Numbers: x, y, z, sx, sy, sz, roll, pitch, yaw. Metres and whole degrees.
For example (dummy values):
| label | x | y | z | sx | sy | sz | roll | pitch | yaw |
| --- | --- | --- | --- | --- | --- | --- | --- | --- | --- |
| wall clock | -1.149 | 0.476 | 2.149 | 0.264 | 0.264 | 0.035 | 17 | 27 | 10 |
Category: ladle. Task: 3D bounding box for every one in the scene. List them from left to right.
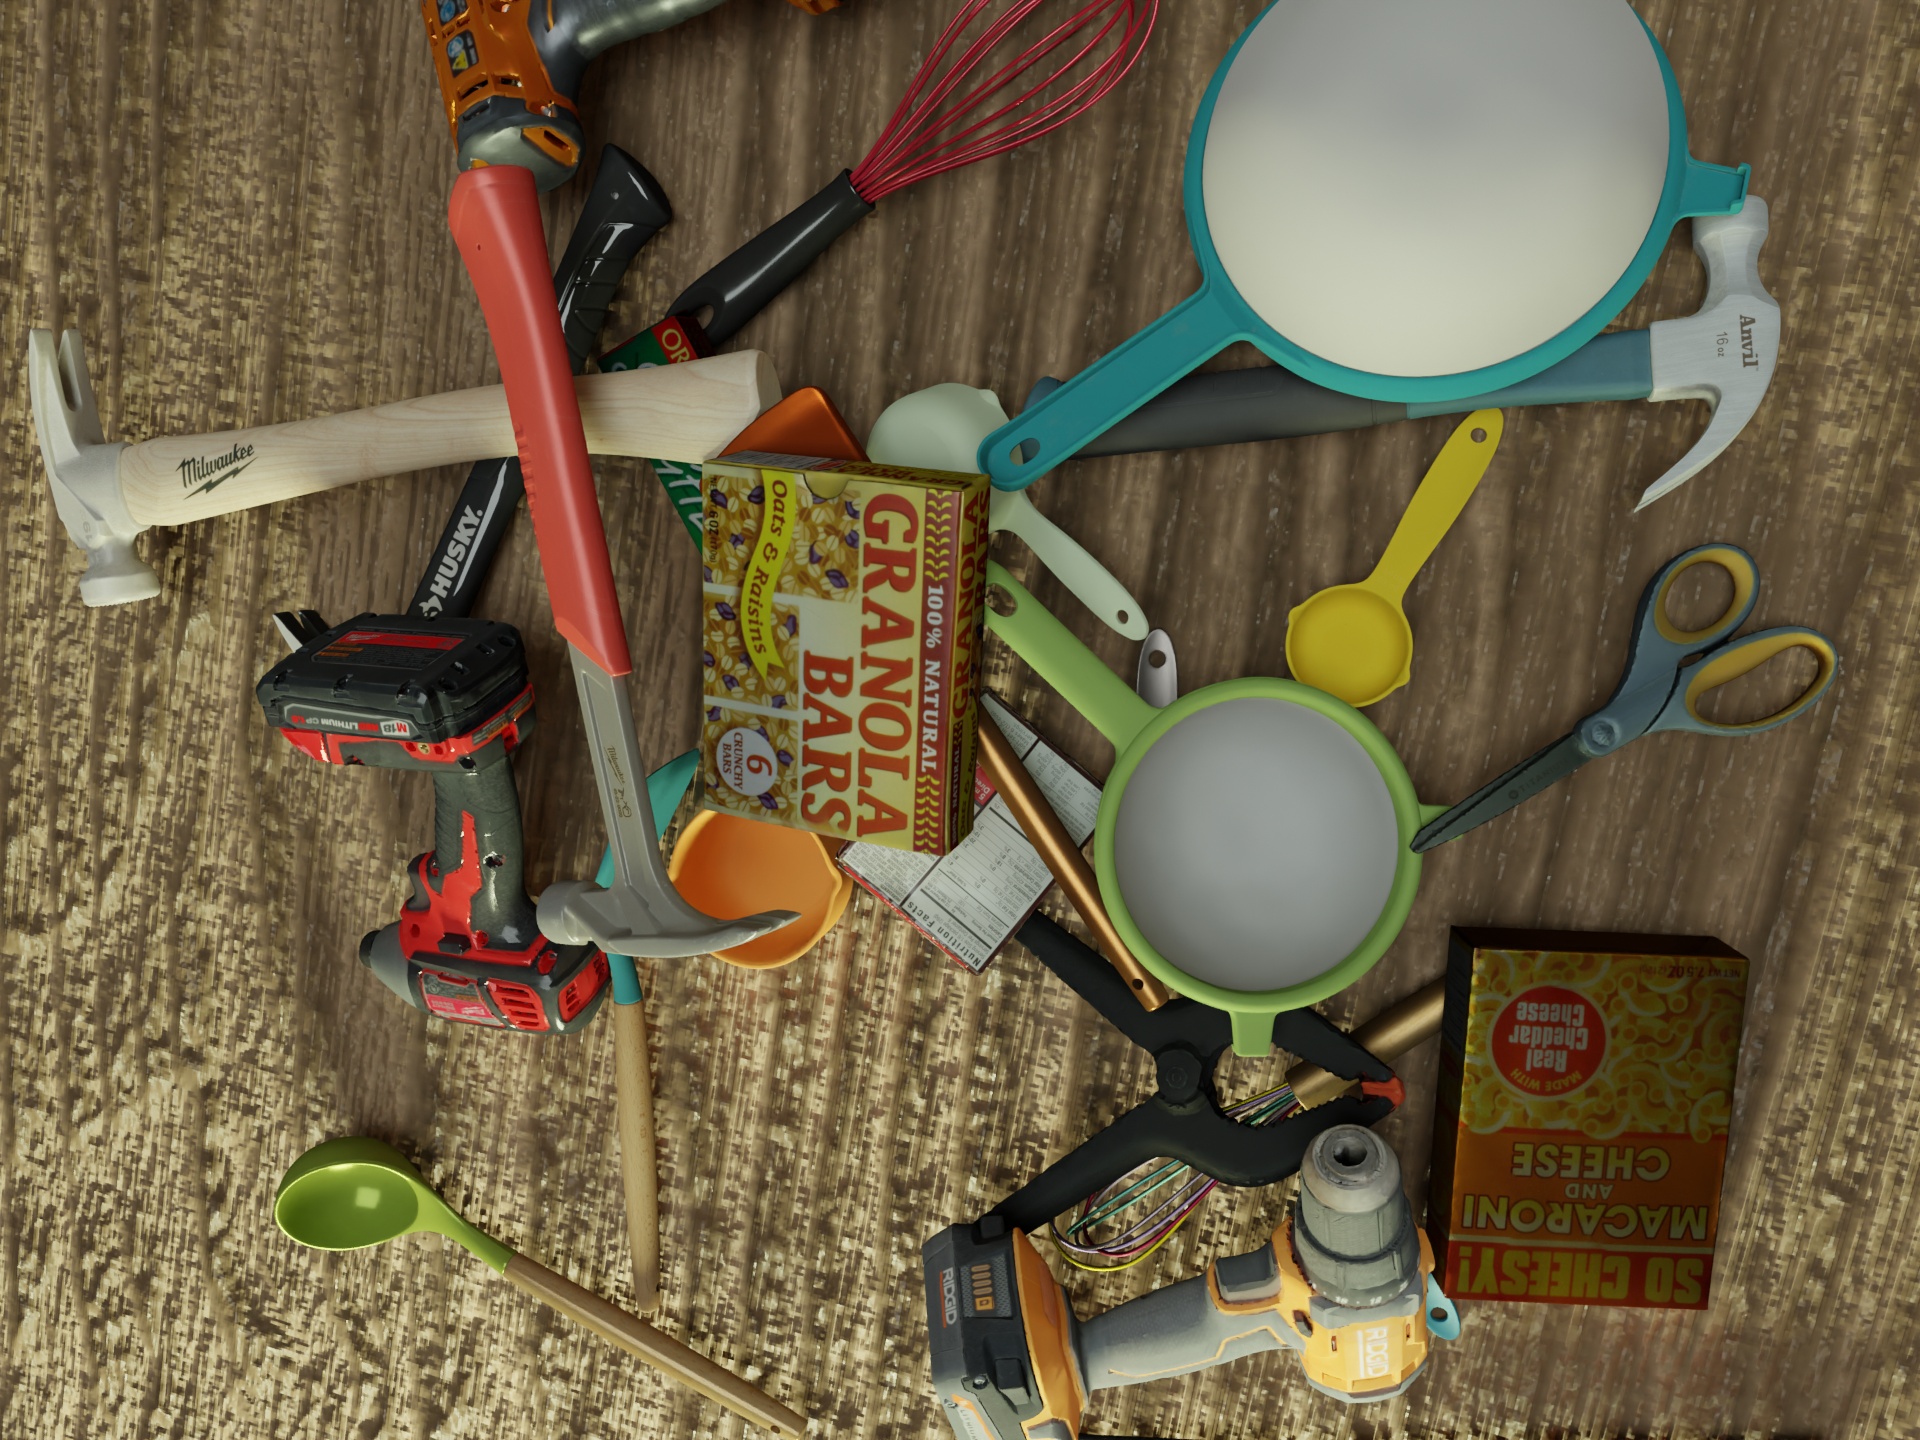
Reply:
| label | x | y | z | sx | sy | sz | roll | pitch | yaw |
| --- | --- | --- | --- | --- | --- | --- | --- | --- | --- |
| ladle | -0.230 | 0.318 | 0.868 | 0.320 | 0.062 | 0.078 | 25 | 123 | 10 |

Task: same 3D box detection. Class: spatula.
| label | x | y | z | sx | sy | sz | roll | pitch | yaw |
| --- | --- | --- | --- | --- | --- | --- | --- | --- | --- |
| spatula | -0.165 | 0.173 | 0.843 | 0.044 | 0.082 | 0.317 | 3 | 104 | 14 |
| spatula | -0.001 | -0.002 | 0.729 | 0.081 | 0.041 | 0.322 | -35 | 86 | 25 |

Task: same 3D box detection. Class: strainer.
| label | x | y | z | sx | sy | sz | roll | pitch | yaw |
| --- | --- | --- | --- | --- | --- | --- | --- | --- | --- |
| strainer | 0.093 | 0.020 | 0.738 | 0.256 | 0.069 | 0.151 | 43 | 85 | -2 |
| strainer | 0.142 | -0.210 | 0.664 | 0.340 | 0.095 | 0.211 | -35 | 77 | 7 |

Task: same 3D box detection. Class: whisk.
| label | x | y | z | sx | sy | sz | roll | pitch | yaw |
| --- | --- | --- | --- | --- | --- | --- | --- | --- | --- |
| whisk | -0.032 | -0.263 | 0.754 | 0.296 | 0.073 | 0.073 | -32 | 89 | 22 |
| whisk | 0.148 | 0.196 | 0.775 | 0.245 | 0.051 | 0.047 | -35 | 54 | 11 |

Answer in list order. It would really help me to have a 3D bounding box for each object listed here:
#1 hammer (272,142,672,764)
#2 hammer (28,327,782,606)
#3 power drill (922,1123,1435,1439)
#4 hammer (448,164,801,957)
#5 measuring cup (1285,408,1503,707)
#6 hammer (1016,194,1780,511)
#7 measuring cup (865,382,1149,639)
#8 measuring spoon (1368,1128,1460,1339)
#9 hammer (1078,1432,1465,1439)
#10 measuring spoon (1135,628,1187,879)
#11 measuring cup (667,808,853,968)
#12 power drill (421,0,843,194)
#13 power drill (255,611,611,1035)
| label | x | y | z | sx | sy | sz | roll | pitch | yaw |
| --- | --- | --- | --- | --- | --- | --- | --- | --- | --- |
| hammer | -0.241 | -0.139 | 0.830 | 0.146 | 0.035 | 0.334 | 30 | 103 | 8 |
| hammer | -0.285 | -0.149 | 0.791 | 0.410 | 0.038 | 0.146 | -5 | 102 | 17 |
| power drill | 0.099 | 0.258 | 0.718 | 0.226 | 0.084 | 0.185 | -11 | 133 | 4 |
| hammer | -0.167 | -0.069 | 0.721 | 0.149 | 0.036 | 0.359 | -6 | 97 | 37 |
| measuring cup | 0.206 | -0.076 | 0.739 | 0.062 | 0.029 | 0.156 | 32 | 92 | 11 |
| hammer | 0.187 | -0.150 | 0.719 | 0.331 | 0.033 | 0.128 | -3 | 84 | 16 |
| measuring cup | 0.019 | -0.090 | 0.745 | 0.168 | 0.038 | 0.083 | 44 | 129 | 18 |
| measuring spoon | 0.211 | 0.248 | 0.782 | 0.042 | 0.021 | 0.128 | -28 | 99 | 23 |
| hammer | 0.208 | 0.365 | 0.786 | 0.409 | 0.036 | 0.149 | -4 | 95 | 14 |
| measuring spoon | 0.094 | 0.017 | 0.781 | 0.034 | 0.018 | 0.124 | 2 | 91 | -4 |
| measuring cup | -0.102 | 0.036 | 0.811 | 0.095 | 0.052 | 0.173 | -4 | 94 | 14 |
| power drill | -0.159 | -0.370 | 0.752 | 0.226 | 0.084 | 0.164 | -23 | 74 | 19 |
| power drill | -0.268 | 0.061 | 0.815 | 0.143 | 0.078 | 0.219 | 4 | 119 | 21 |
